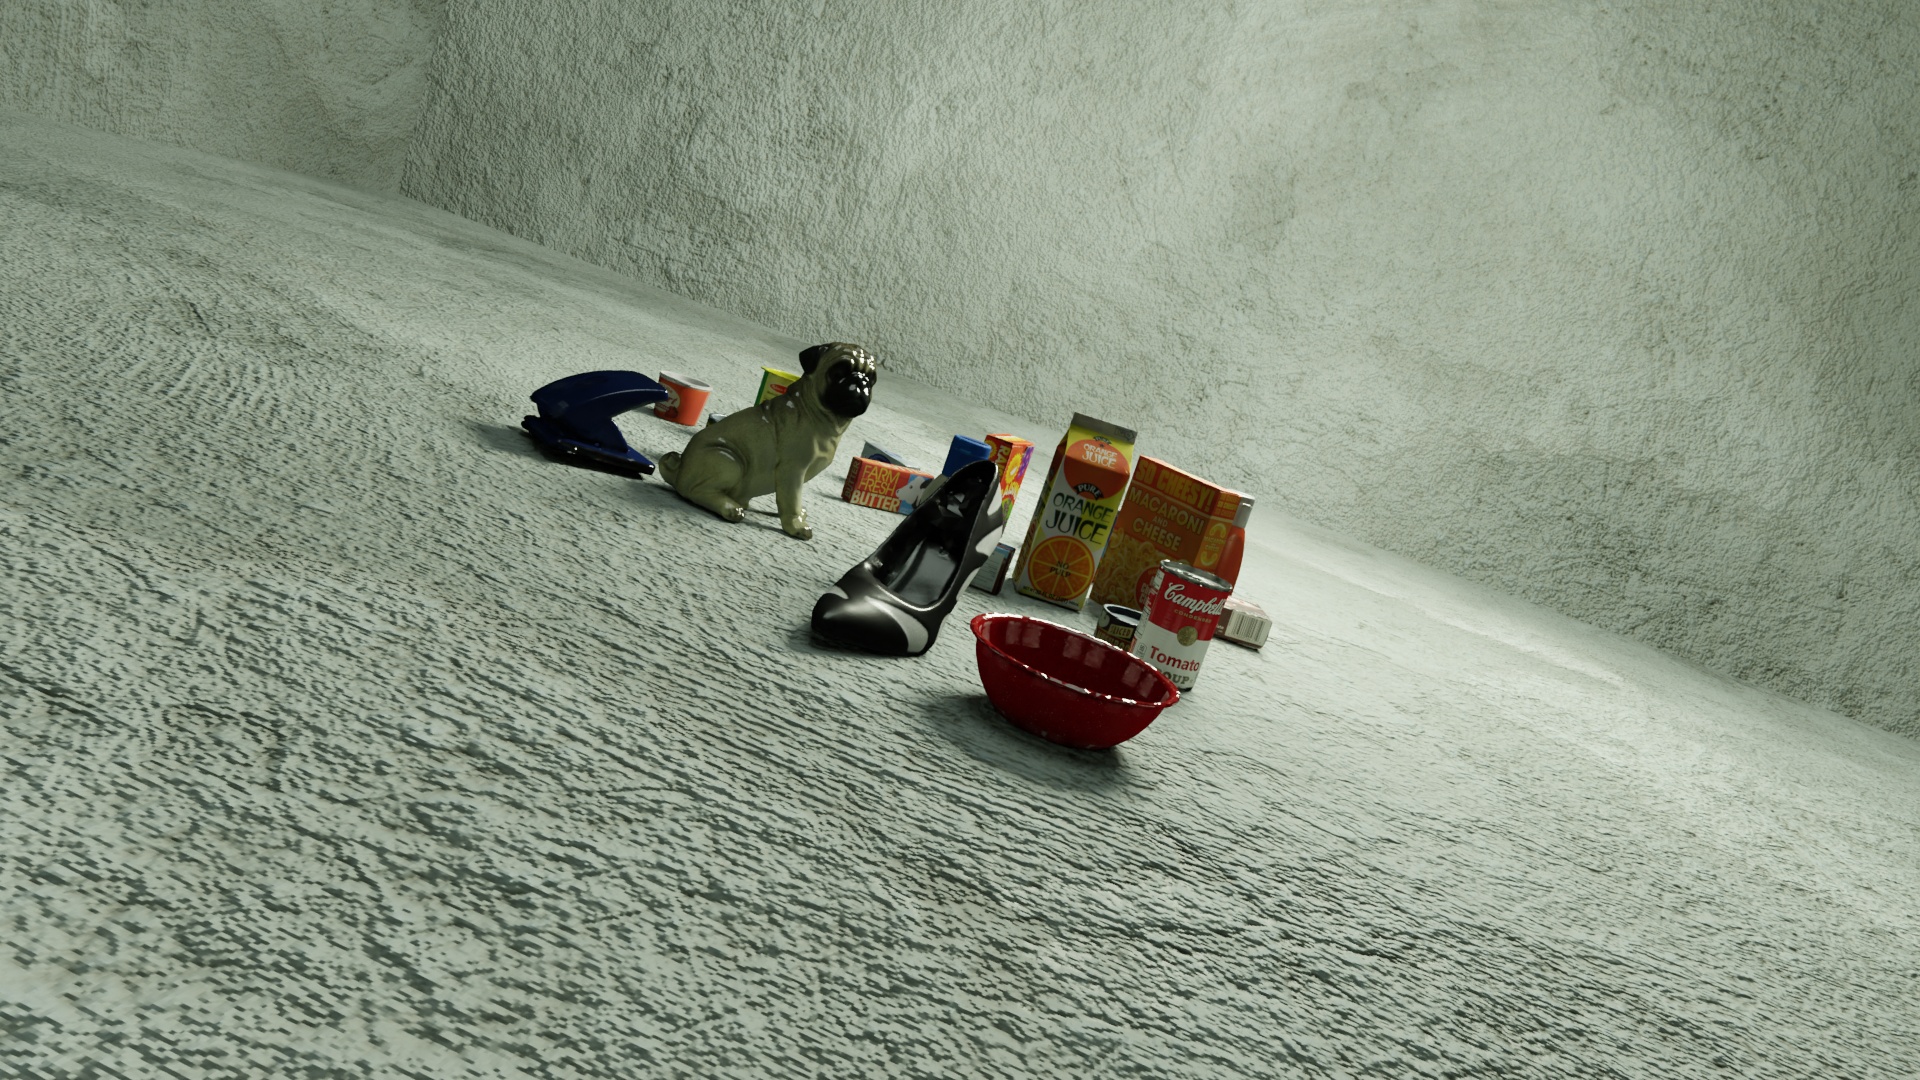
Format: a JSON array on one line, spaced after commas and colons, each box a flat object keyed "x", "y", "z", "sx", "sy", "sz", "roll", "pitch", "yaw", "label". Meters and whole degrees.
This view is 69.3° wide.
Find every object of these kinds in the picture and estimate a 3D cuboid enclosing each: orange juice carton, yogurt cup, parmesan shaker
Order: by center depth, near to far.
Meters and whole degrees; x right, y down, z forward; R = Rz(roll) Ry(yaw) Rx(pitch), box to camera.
[{"x": 0.118, "y": -0.032, "z": 1.429, "sx": 0.072, "sy": 0.192, "sz": 0.073, "roll": 18, "pitch": 10, "yaw": -6, "label": "orange juice carton"}, {"x": -0.223, "y": -0.152, "z": 1.687, "sx": 0.071, "sy": 0.103, "sz": 0.071, "roll": 18, "pitch": 10, "yaw": -3, "label": "parmesan shaker"}, {"x": -0.348, "y": -0.176, "z": 1.728, "sx": 0.072, "sy": 0.054, "sz": 0.072, "roll": 18, "pitch": 10, "yaw": -3, "label": "yogurt cup"}]

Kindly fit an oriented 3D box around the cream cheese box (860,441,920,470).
[{"x": -0.090, "y": -0.080, "z": 1.690, "sx": 0.024, "sy": 0.053, "sz": 0.104, "roll": 11, "pitch": 13, "yaw": -37, "label": "cream cheese box"}]

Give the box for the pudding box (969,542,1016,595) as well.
[{"x": 0.007, "y": 0.016, "z": 1.379, "sx": 0.084, "sy": 0.049, "sz": 0.030, "roll": 21, "pitch": 10, "yaw": 9, "label": "pudding box"}]

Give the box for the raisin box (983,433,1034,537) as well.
[{"x": 0.040, "y": -0.063, "z": 1.638, "sx": 0.040, "sy": 0.123, "sz": 0.086, "roll": 22, "pitch": 11, "yaw": 18, "label": "raisin box"}]

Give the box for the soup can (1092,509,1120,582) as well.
[{"x": 0.180, "y": 0.009, "z": 1.622, "sx": 0.071, "sy": 0.083, "sz": 0.071, "roll": 18, "pitch": 10, "yaw": -3, "label": "soup can"}]

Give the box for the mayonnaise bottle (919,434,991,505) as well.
[{"x": -0.012, "y": -0.022, "z": 1.271, "sx": 0.065, "sy": 0.147, "sz": 0.041, "roll": 21, "pitch": 10, "yaw": 11, "label": "mayonnaise bottle"}]

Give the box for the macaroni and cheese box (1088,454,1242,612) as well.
[{"x": 0.213, "y": 0.008, "z": 1.462, "sx": 0.040, "sy": 0.166, "sz": 0.124, "roll": 10, "pitch": 13, "yaw": -41, "label": "macaroni and cheese box"}]

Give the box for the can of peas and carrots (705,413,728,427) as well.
[{"x": -0.249, "y": -0.100, "z": 1.498, "sx": 0.071, "sy": 0.058, "sz": 0.071, "roll": 18, "pitch": 10, "yaw": -3, "label": "can of peas and carrots"}]

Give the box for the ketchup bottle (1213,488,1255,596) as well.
[{"x": 0.306, "y": 0.014, "z": 1.642, "sx": 0.065, "sy": 0.148, "sz": 0.043, "roll": 15, "pitch": 11, "yaw": -24, "label": "ketchup bottle"}]

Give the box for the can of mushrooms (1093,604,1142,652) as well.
[{"x": 0.162, "y": 0.088, "z": 1.327, "sx": 0.071, "sy": 0.033, "sz": 0.071, "roll": 18, "pitch": 10, "yaw": -3, "label": "can of mushrooms"}]

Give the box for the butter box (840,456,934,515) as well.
[{"x": -0.084, "y": -0.062, "z": 1.608, "sx": 0.103, "sy": 0.053, "sz": 0.024, "roll": 12, "pitch": 12, "yaw": -34, "label": "butter box"}]
